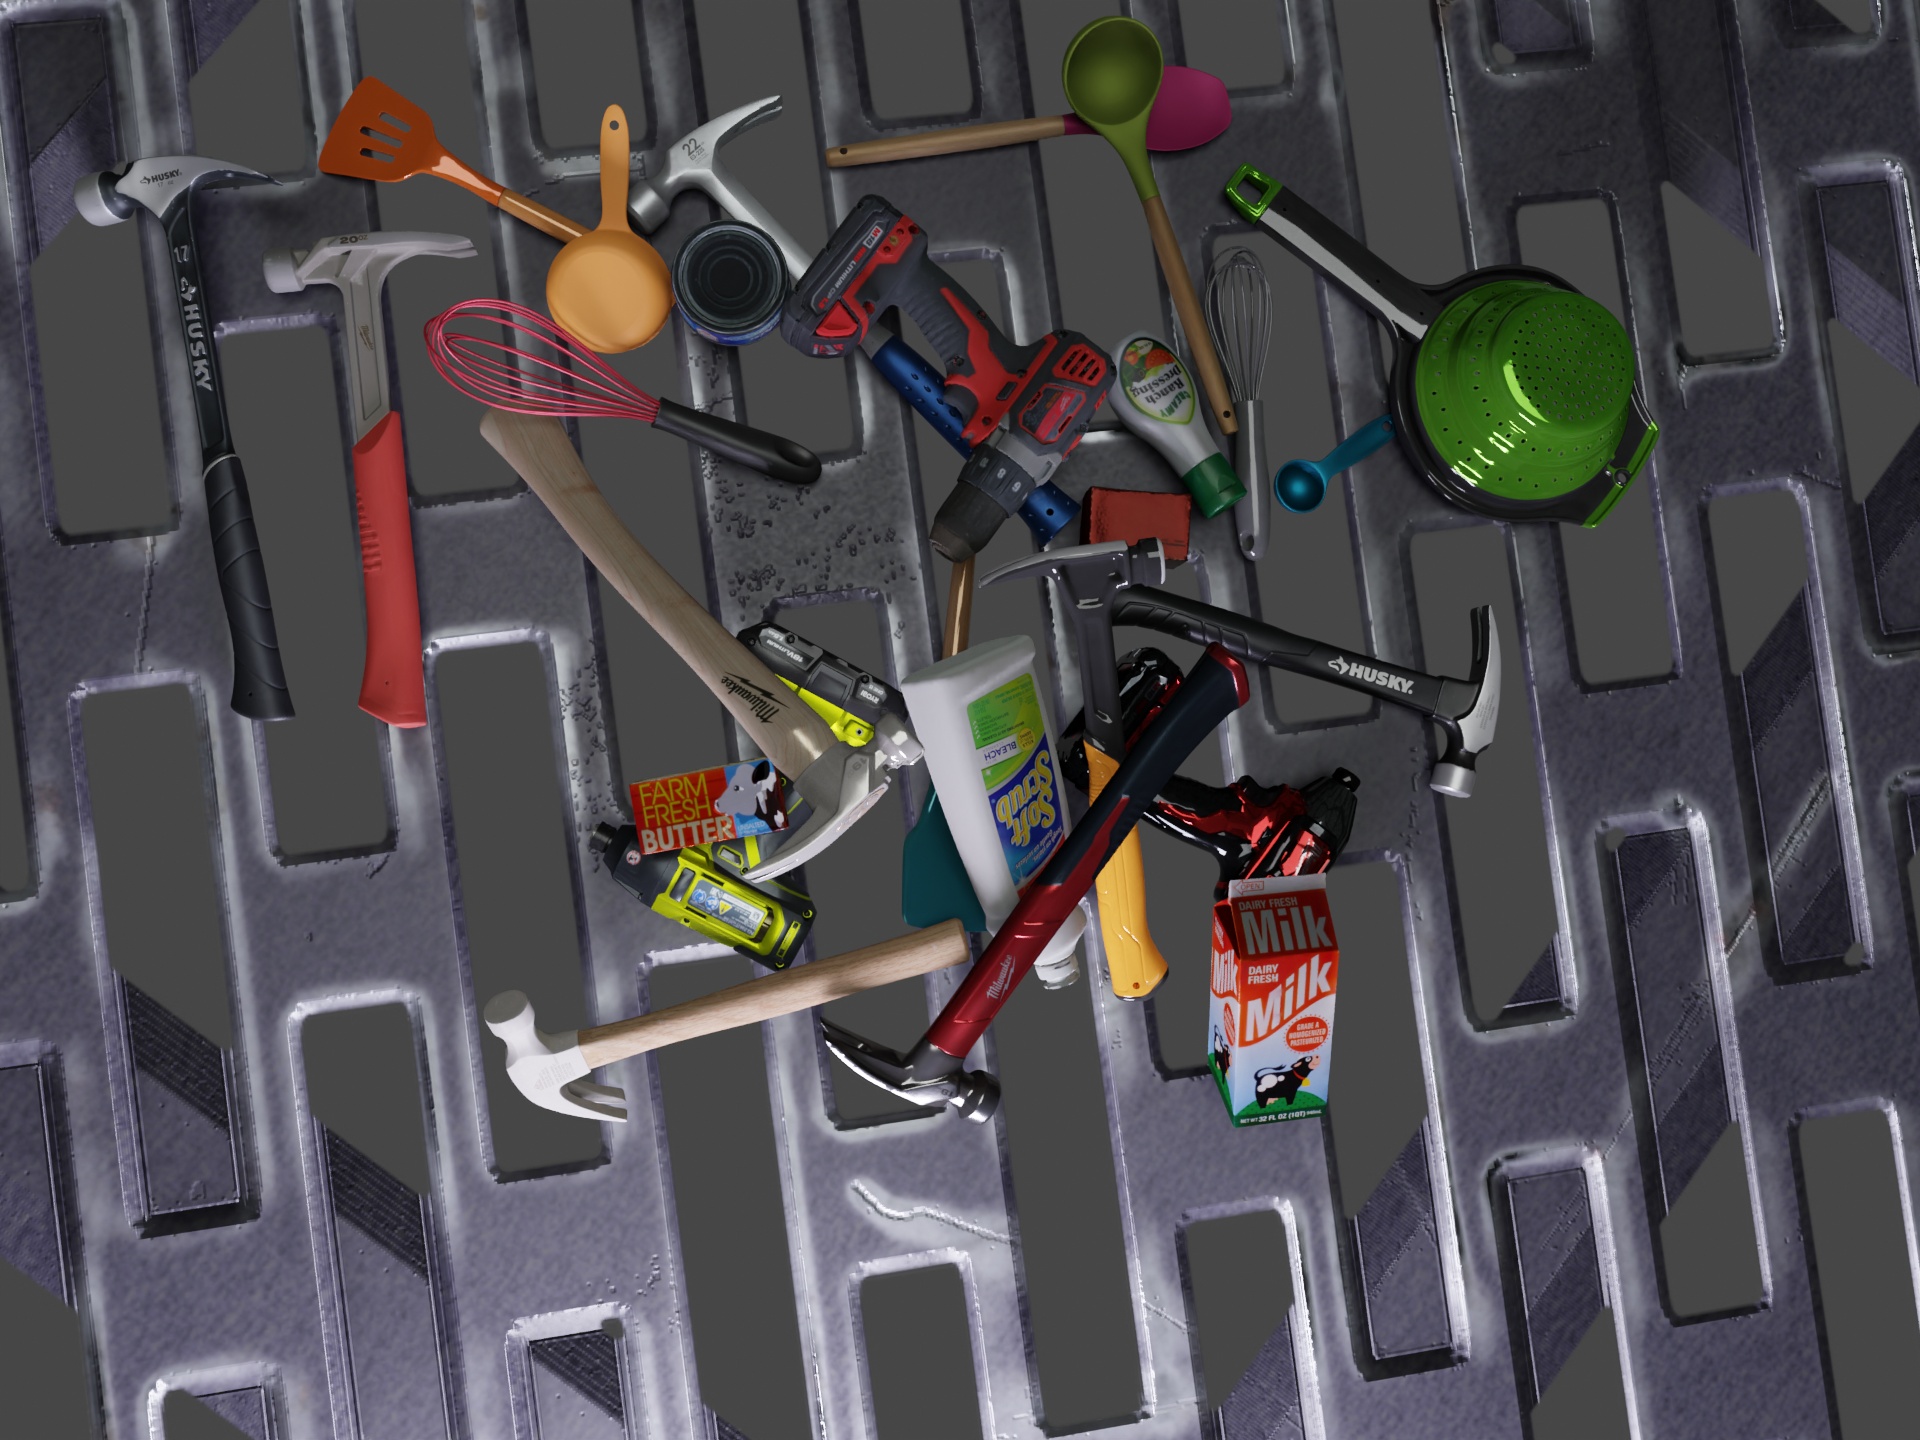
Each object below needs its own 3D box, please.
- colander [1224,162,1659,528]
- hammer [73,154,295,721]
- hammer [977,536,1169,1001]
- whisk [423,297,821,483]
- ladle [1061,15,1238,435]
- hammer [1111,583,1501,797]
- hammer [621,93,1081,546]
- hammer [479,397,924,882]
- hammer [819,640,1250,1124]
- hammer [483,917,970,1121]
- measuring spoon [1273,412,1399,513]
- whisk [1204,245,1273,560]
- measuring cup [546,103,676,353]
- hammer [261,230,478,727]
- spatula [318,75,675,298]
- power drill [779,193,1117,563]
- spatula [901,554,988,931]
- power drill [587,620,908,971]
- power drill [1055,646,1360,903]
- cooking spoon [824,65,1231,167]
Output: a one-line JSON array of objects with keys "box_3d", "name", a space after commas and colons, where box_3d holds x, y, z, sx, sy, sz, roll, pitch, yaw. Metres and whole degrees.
[{"box_3d": [0.375, -0.308, 1.207, 0.397, 0.094, 0.204, 36, 82, -2], "name": "colander"}, {"box_3d": [-0.525, -0.200, 1.134, 0.149, 0.036, 0.409, -9, 92, 12], "name": "hammer"}, {"box_3d": [0.097, 0.043, 1.119, 0.127, 0.034, 0.336, -8, 106, 3], "name": "hammer"}, {"box_3d": [-0.238, -0.230, 1.147, 0.295, 0.073, 0.073, 18, 86, -18], "name": "whisk"}, {"box_3d": [0.153, -0.368, 1.189, 0.078, 0.062, 0.320, -19, 89, -1], "name": "ladle"}, {"box_3d": [0.255, -0.058, 1.218, 0.334, 0.035, 0.146, 17, 87, -5], "name": "hammer"}, {"box_3d": [-0.062, -0.292, 1.195, 0.405, 0.035, 0.144, 45, 84, -2], "name": "hammer"}, {"box_3d": [-0.212, -0.074, 1.110, 0.146, 0.038, 0.411, -43, 74, -4], "name": "hammer"}, {"box_3d": [0.060, 0.103, 1.089, 0.143, 0.038, 0.386, 30, 103, -21], "name": "hammer"}, {"box_3d": [-0.154, 0.203, 1.126, 0.331, 0.031, 0.129, -16, 128, -4], "name": "hammer"}, {"box_3d": [0.294, -0.203, 1.241, 0.128, 0.021, 0.042, -34, 93, -15], "name": "measuring spoon"}, {"box_3d": [0.217, -0.242, 1.219, 0.055, 0.055, 0.239, -4, 93, -6], "name": "whisk"}, {"box_3d": [-0.253, -0.350, 1.141, 0.095, 0.052, 0.173, 4, 110, -3], "name": "measuring cup"}, {"box_3d": [-0.412, -0.174, 1.156, 0.149, 0.037, 0.359, -6, 88, -6], "name": "hammer"}, {"box_3d": [-0.316, -0.375, 1.182, 0.322, 0.041, 0.081, 26, 86, -8], "name": "spatula"}, {"box_3d": [-0.022, -0.242, 1.144, 0.226, 0.080, 0.188, 36, 86, -6], "name": "power drill"}, {"box_3d": [-0.002, -0.004, 1.186, 0.082, 0.044, 0.317, 8, 85, -29], "name": "spatula"}, {"box_3d": [-0.151, 0.047, 1.154, 0.171, 0.080, 0.223, 28, 88, -4], "name": "power drill"}, {"box_3d": [0.190, 0.048, 1.189, 0.219, 0.078, 0.143, 38, 86, -6], "name": "power drill"}, {"box_3d": [0.053, -0.454, 1.223, 0.319, 0.017, 0.069, -10, 85, -7], "name": "cooking spoon"}]
